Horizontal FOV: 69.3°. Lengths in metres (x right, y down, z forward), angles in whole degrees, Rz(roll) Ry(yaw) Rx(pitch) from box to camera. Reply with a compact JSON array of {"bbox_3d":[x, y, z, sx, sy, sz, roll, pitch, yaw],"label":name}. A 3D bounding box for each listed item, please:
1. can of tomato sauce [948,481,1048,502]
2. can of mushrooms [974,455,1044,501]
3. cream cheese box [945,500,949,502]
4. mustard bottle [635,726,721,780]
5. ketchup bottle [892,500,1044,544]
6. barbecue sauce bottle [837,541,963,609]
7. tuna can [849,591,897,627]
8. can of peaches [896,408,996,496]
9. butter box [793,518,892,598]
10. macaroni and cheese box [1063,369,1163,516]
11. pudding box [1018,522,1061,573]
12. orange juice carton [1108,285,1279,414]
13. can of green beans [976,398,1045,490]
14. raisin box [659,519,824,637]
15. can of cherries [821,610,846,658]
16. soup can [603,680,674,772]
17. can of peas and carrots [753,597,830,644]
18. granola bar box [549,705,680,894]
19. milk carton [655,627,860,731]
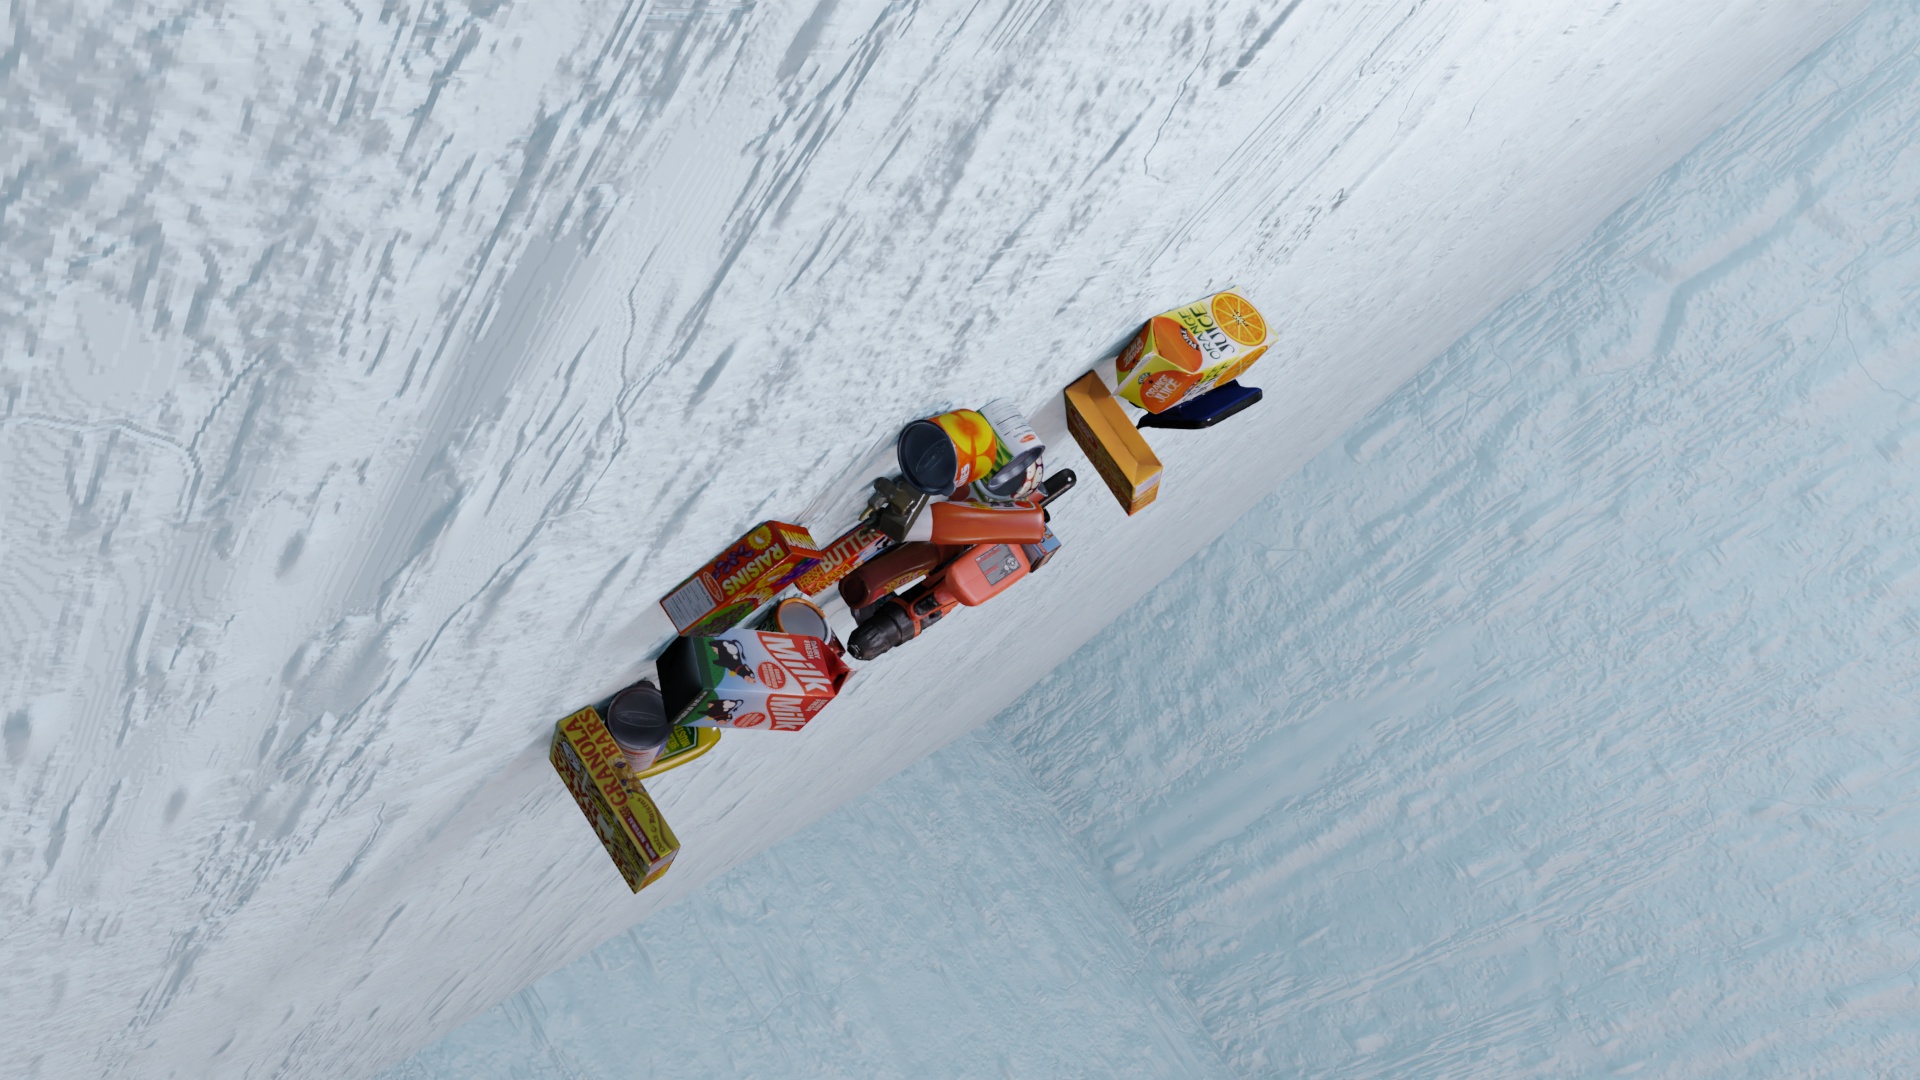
[{"bbox_3d":[0.038,-0.049,1.449,0.083,0.071,0.071,-37,168,14],"label":"can of tomato sauce"},{"bbox_3d":[0.047,-0.075,1.377,0.070,0.071,0.033,-42,165,29],"label":"can of mushrooms"},{"bbox_3d":[0.016,-0.040,1.528,0.104,0.024,0.053,-29,168,-26],"label":"cream cheese box"},{"bbox_3d":[-0.342,0.229,1.512,0.161,0.065,0.048,-26,170,-21],"label":"mustard bottle"},{"bbox_3d":[0.005,-0.017,1.382,0.149,0.043,0.065,-1,-173,-12],"label":"ketchup bottle"},{"bbox_3d":[-0.062,0.025,1.525,0.149,0.044,0.064,-27,172,-36],"label":"barbecue sauce bottle"},{"bbox_3d":[-0.096,0.087,1.633,0.033,0.071,0.070,-27,166,-36],"label":"tuna can"},{"bbox_3d":[-0.010,-0.075,1.194,0.058,0.071,0.071,-23,164,-49],"label":"can of peaches"},{"bbox_3d":[-0.118,0.018,1.381,0.103,0.024,0.053,-35,169,-2],"label":"butter box"},{"bbox_3d":[0.160,-0.098,1.451,0.040,0.124,0.166,-34,169,0],"label":"macaroni and cheese box"},{"bbox_3d":[0.068,-0.011,1.518,0.030,0.084,0.049,-32,167,-26],"label":"pudding box"},{"bbox_3d":[0.228,-0.189,1.403,0.193,0.073,0.071,-25,165,-39],"label":"orange juice carton"},{"bbox_3d":[0.036,-0.091,1.293,0.071,0.058,0.071,-34,168,-8],"label":"can of green beans"},{"bbox_3d":[-0.189,0.034,1.210,0.123,0.040,0.086,-35,168,8],"label":"raisin box"},{"bbox_3d":[-0.168,0.116,1.555,0.071,0.058,0.071,-33,168,-8],"label":"can of cherries"},{"bbox_3d":[-0.324,0.187,1.391,0.071,0.071,0.083,-28,168,-29],"label":"soup can"},{"bbox_3d":[-0.179,0.100,1.447,0.071,0.071,0.058,-20,161,-51],"label":"can of peas and carrots"},{"bbox_3d":[-0.340,0.255,1.361,0.039,0.166,0.123,-29,167,-30],"label":"granola bar box"},{"bbox_3d":[-0.193,0.138,1.362,0.191,0.074,0.072,10,138,-40],"label":"milk carton"}]
